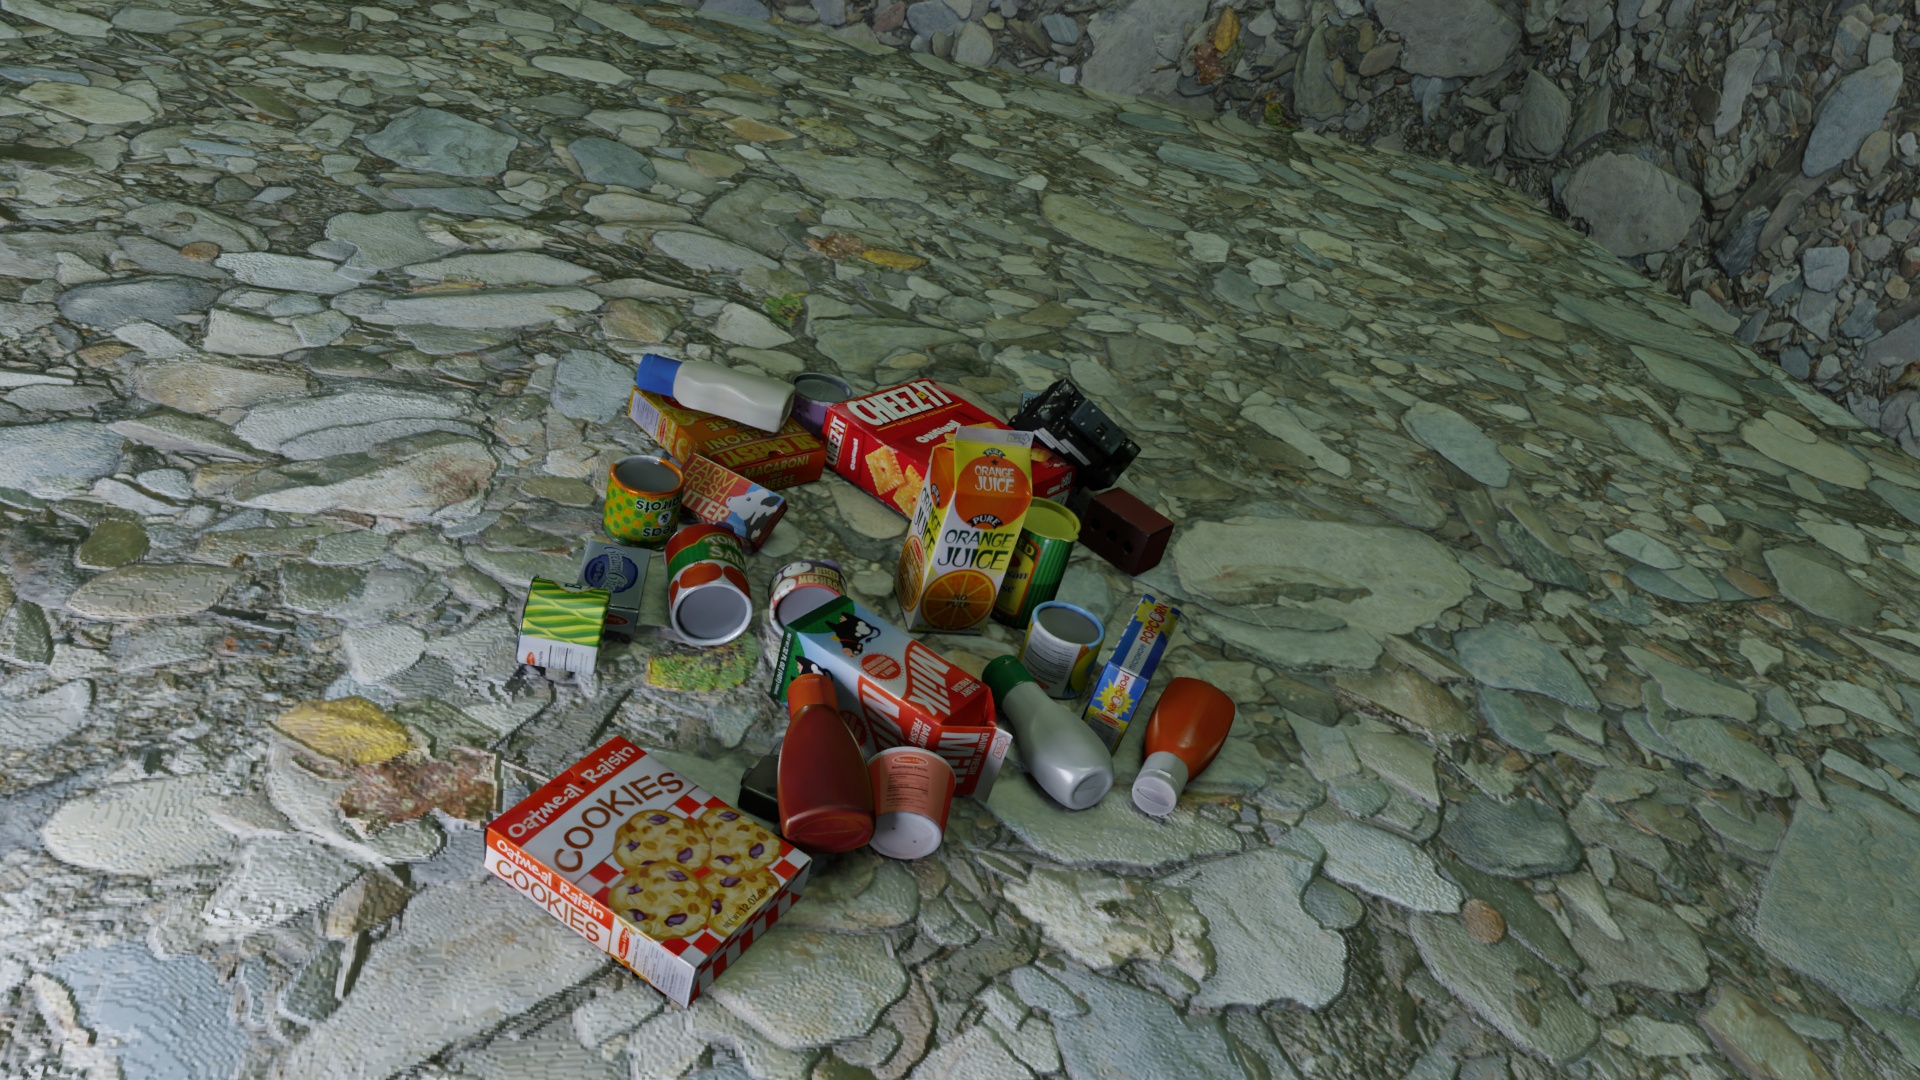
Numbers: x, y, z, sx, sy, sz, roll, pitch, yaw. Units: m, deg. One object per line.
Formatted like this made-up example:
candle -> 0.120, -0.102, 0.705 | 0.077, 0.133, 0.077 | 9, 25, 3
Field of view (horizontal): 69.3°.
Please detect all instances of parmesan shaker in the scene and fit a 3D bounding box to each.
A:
parmesan shaker -> 0.064, 0.022, 1.256 | 0.071, 0.102, 0.071 | 12, 31, -7

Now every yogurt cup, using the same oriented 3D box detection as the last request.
yogurt cup -> -0.038, 0.188, 0.982 | 0.072, 0.072, 0.054 | 13, 39, -8

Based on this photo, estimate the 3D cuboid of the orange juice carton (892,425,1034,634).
orange juice carton -> 0.004, -0.015, 1.200 | 0.072, 0.191, 0.073 | 5, 34, -21

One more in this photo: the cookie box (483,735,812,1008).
cookie box -> -0.200, 0.206, 0.893 | 0.167, 0.040, 0.123 | 28, 33, 18

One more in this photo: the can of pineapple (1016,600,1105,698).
can of pineapple -> 0.087, 0.093, 1.199 | 0.071, 0.057, 0.071 | 13, 31, -8

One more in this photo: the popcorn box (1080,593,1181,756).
popcorn box -> 0.142, 0.112, 1.169 | 0.038, 0.084, 0.127 | 25, 31, 10

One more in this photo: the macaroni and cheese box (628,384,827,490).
macaroni and cheese box -> -0.232, -0.108, 1.380 | 0.124, 0.040, 0.167 | -17, 45, -42

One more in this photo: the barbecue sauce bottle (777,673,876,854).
barbecue sauce bottle -> -0.099, 0.153, 0.980 | 0.065, 0.043, 0.149 | -3, 34, -10

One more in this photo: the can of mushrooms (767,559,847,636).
can of mushrooms -> -0.125, 0.050, 1.151 | 0.071, 0.070, 0.033 | 8, 34, -14

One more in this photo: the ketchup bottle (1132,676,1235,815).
ketchup bottle -> 0.179, 0.168, 1.137 | 0.065, 0.043, 0.149 | 24, 32, 13

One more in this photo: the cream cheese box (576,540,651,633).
cream cheese box -> -0.284, 0.036, 1.130 | 0.053, 0.024, 0.104 | 10, 26, -11

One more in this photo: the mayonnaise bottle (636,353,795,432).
mayonnaise bottle -> -0.240, -0.148, 1.361 | 0.148, 0.041, 0.065 | 15, 30, 1

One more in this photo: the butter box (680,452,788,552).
butter box -> -0.214, -0.035, 1.265 | 0.103, 0.024, 0.053 | 26, 66, 14

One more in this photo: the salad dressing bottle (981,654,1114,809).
salad dressing bottle -> 0.067, 0.150, 1.113 | 0.064, 0.043, 0.148 | -5, 36, -30

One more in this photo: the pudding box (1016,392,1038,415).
pudding box -> 0.076, -0.125, 1.549 | 0.030, 0.049, 0.084 | 14, 30, -2

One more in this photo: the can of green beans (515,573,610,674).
can of green beans -> -0.298, 0.064, 1.046 | 0.058, 0.071, 0.071 | 11, 31, -11

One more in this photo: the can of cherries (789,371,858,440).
can of cherries -> -0.147, -0.134, 1.446 | 0.071, 0.058, 0.072 | 13, 30, -7

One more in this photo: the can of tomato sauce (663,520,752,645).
can of tomato sauce -> -0.205, 0.035, 1.137 | 0.071, 0.070, 0.083 | 5, 33, -20

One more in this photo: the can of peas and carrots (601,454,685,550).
can of peas and carrots -> -0.277, -0.033, 1.221 | 0.071, 0.058, 0.071 | 12, 31, -7

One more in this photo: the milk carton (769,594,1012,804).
milk carton -> -0.047, 0.126, 1.066 | 0.191, 0.072, 0.074 | 31, 33, 22
